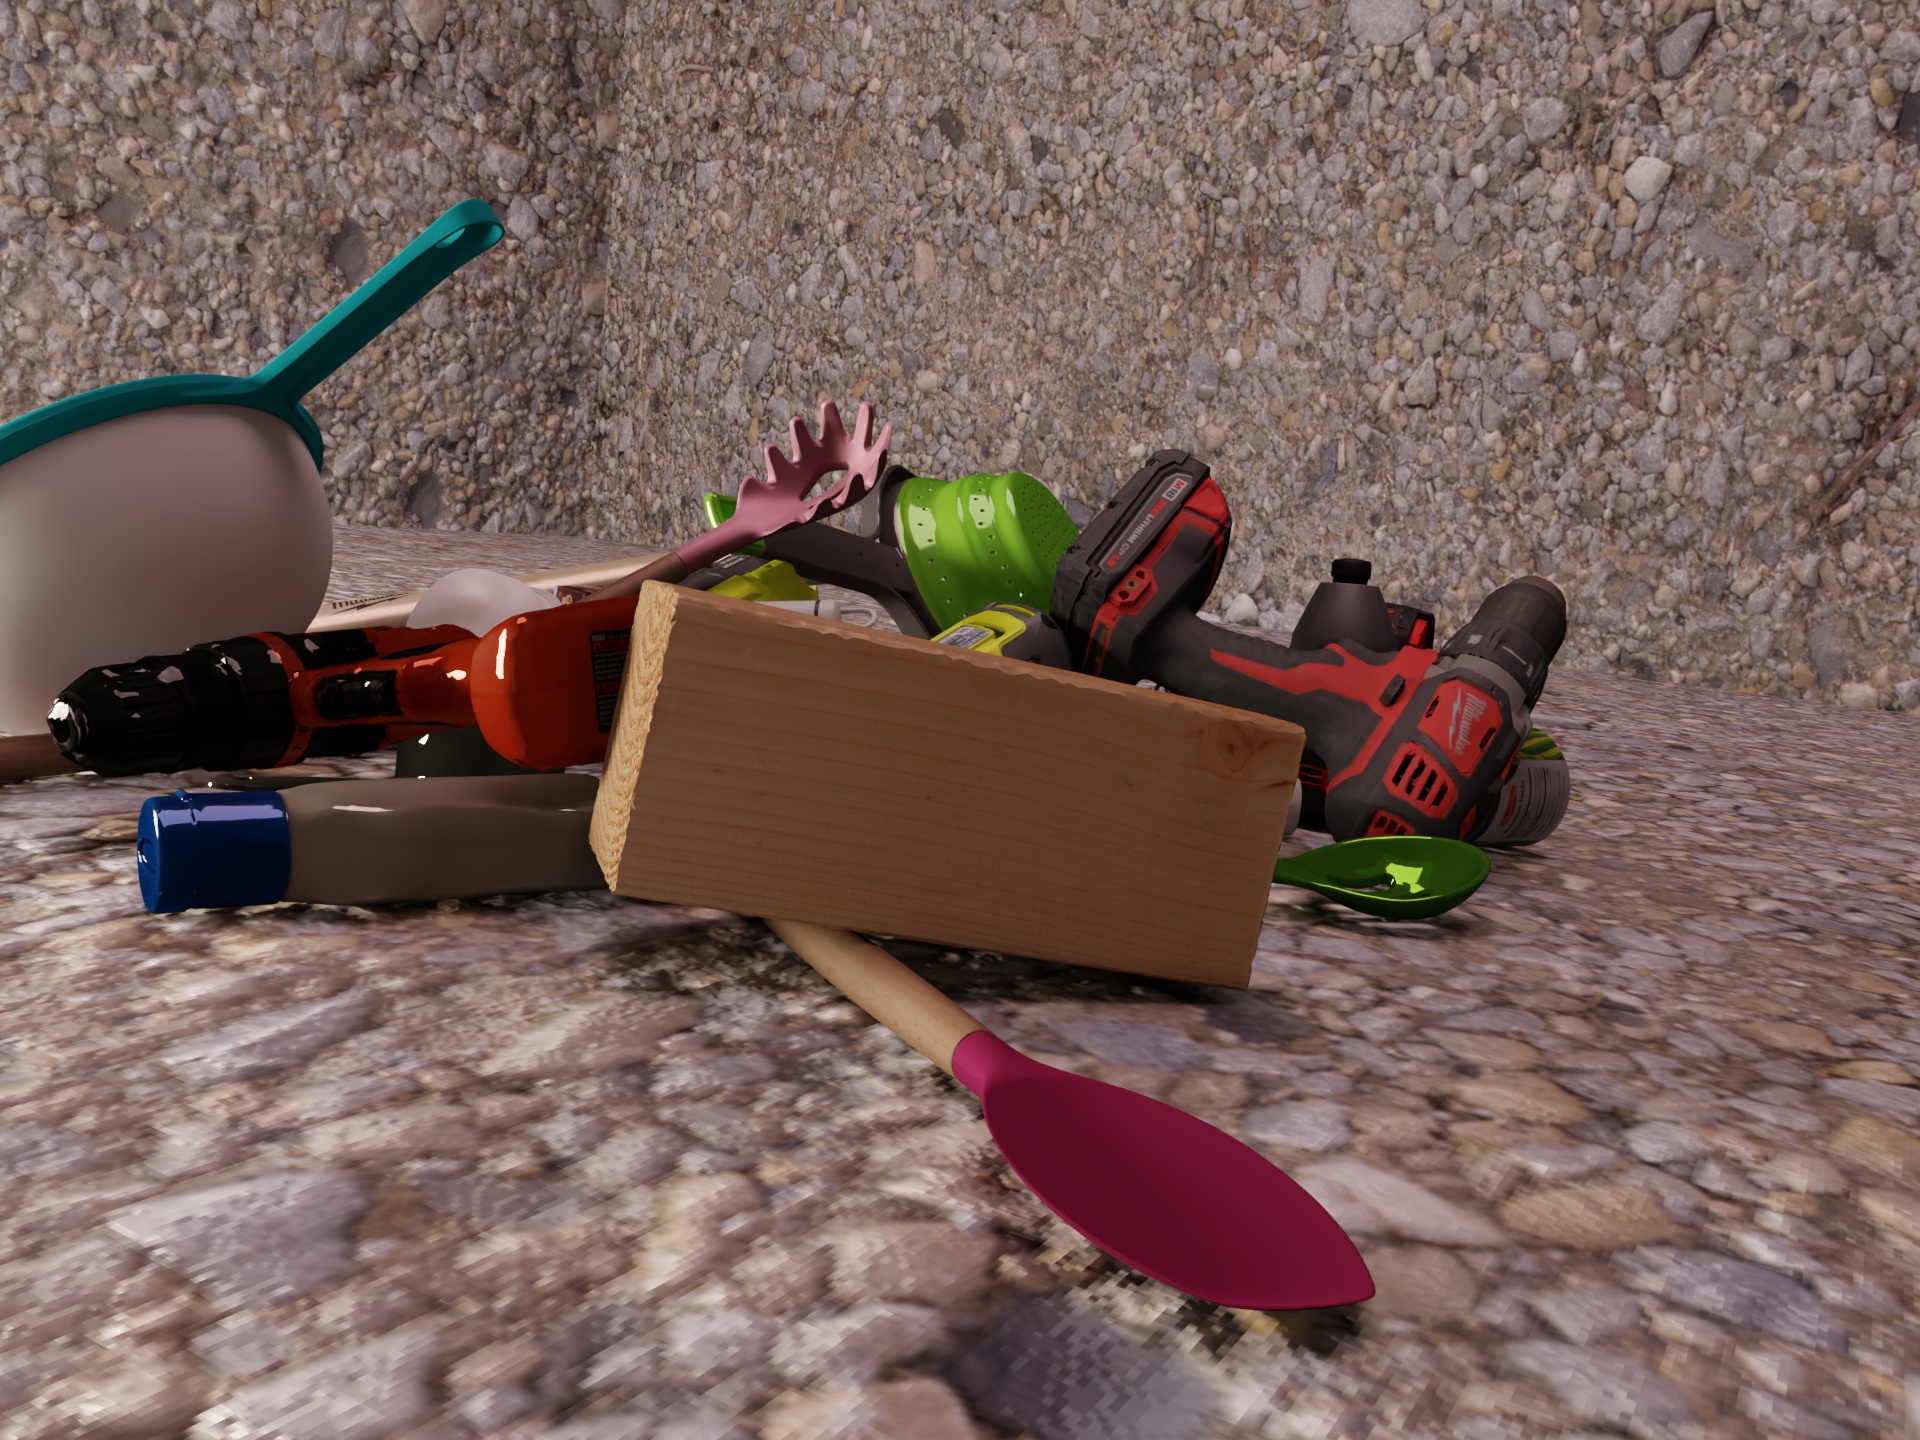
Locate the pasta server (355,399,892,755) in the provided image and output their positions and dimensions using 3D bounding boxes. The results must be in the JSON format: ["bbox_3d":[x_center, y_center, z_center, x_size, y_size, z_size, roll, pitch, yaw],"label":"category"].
[{"bbox_3d":[-0.168,-0.072,0.808,0.316,0.040,0.060,-32,55,-18],"label":"pasta server"}]

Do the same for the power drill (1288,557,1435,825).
[{"bbox_3d":[0.230,-0.020,0.931,0.078,0.143,0.219,6,5,19],"label":"power drill"}]

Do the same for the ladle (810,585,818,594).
[{"bbox_3d":[-0.151,-0.064,1.029,0.078,0.062,0.320,-7,8,6],"label":"ladle"}]

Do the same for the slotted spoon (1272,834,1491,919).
[{"bbox_3d":[0.068,0.055,0.619,0.313,0.031,0.070,5,13,-19],"label":"slotted spoon"}]

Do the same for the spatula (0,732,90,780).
[{"bbox_3d":[-0.359,0.011,0.697,0.060,0.018,0.316,-8,1,26],"label":"spatula"}]

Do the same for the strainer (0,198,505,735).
[{"bbox_3d":[-0.314,-0.089,0.702,0.340,0.095,0.211,-36,-8,11],"label":"strainer"}]

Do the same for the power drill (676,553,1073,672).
[{"bbox_3d":[-0.079,-0.013,0.784,0.171,0.080,0.223,-33,33,-34],"label":"power drill"}]

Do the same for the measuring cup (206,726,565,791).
[{"bbox_3d":[-0.248,0.011,0.701,0.083,0.038,0.167,12,7,37],"label":"measuring cup"}]

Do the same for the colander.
[{"bbox_3d":[-0.010,-0.110,1.026,0.094,0.205,0.396,-29,-18,25],"label":"colander"}]

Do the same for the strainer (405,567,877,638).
[{"bbox_3d":[-0.167,-0.048,0.754,0.258,0.050,0.087,-1,39,6],"label":"strainer"}]

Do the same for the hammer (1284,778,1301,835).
[{"bbox_3d":[0.108,0.018,0.962,0.130,0.031,0.331,6,7,-1],"label":"hammer"}]

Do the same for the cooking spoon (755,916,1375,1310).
[{"bbox_3d":[-0.007,0.083,0.432,0.068,0.017,0.319,8,6,-28],"label":"cooking spoon"}]

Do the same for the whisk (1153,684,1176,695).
[{"bbox_3d":[-0.002,-0.003,0.844,0.245,0.051,0.047,-7,28,12],"label":"whisk"}]

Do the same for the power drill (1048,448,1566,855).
[{"bbox_3d":[0.174,-0.043,0.779,0.227,0.080,0.188,31,58,17],"label":"power drill"}]

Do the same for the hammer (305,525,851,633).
[{"bbox_3d":[-0.259,-0.080,0.969,0.410,0.038,0.146,-12,27,-28],"label":"hammer"}]
